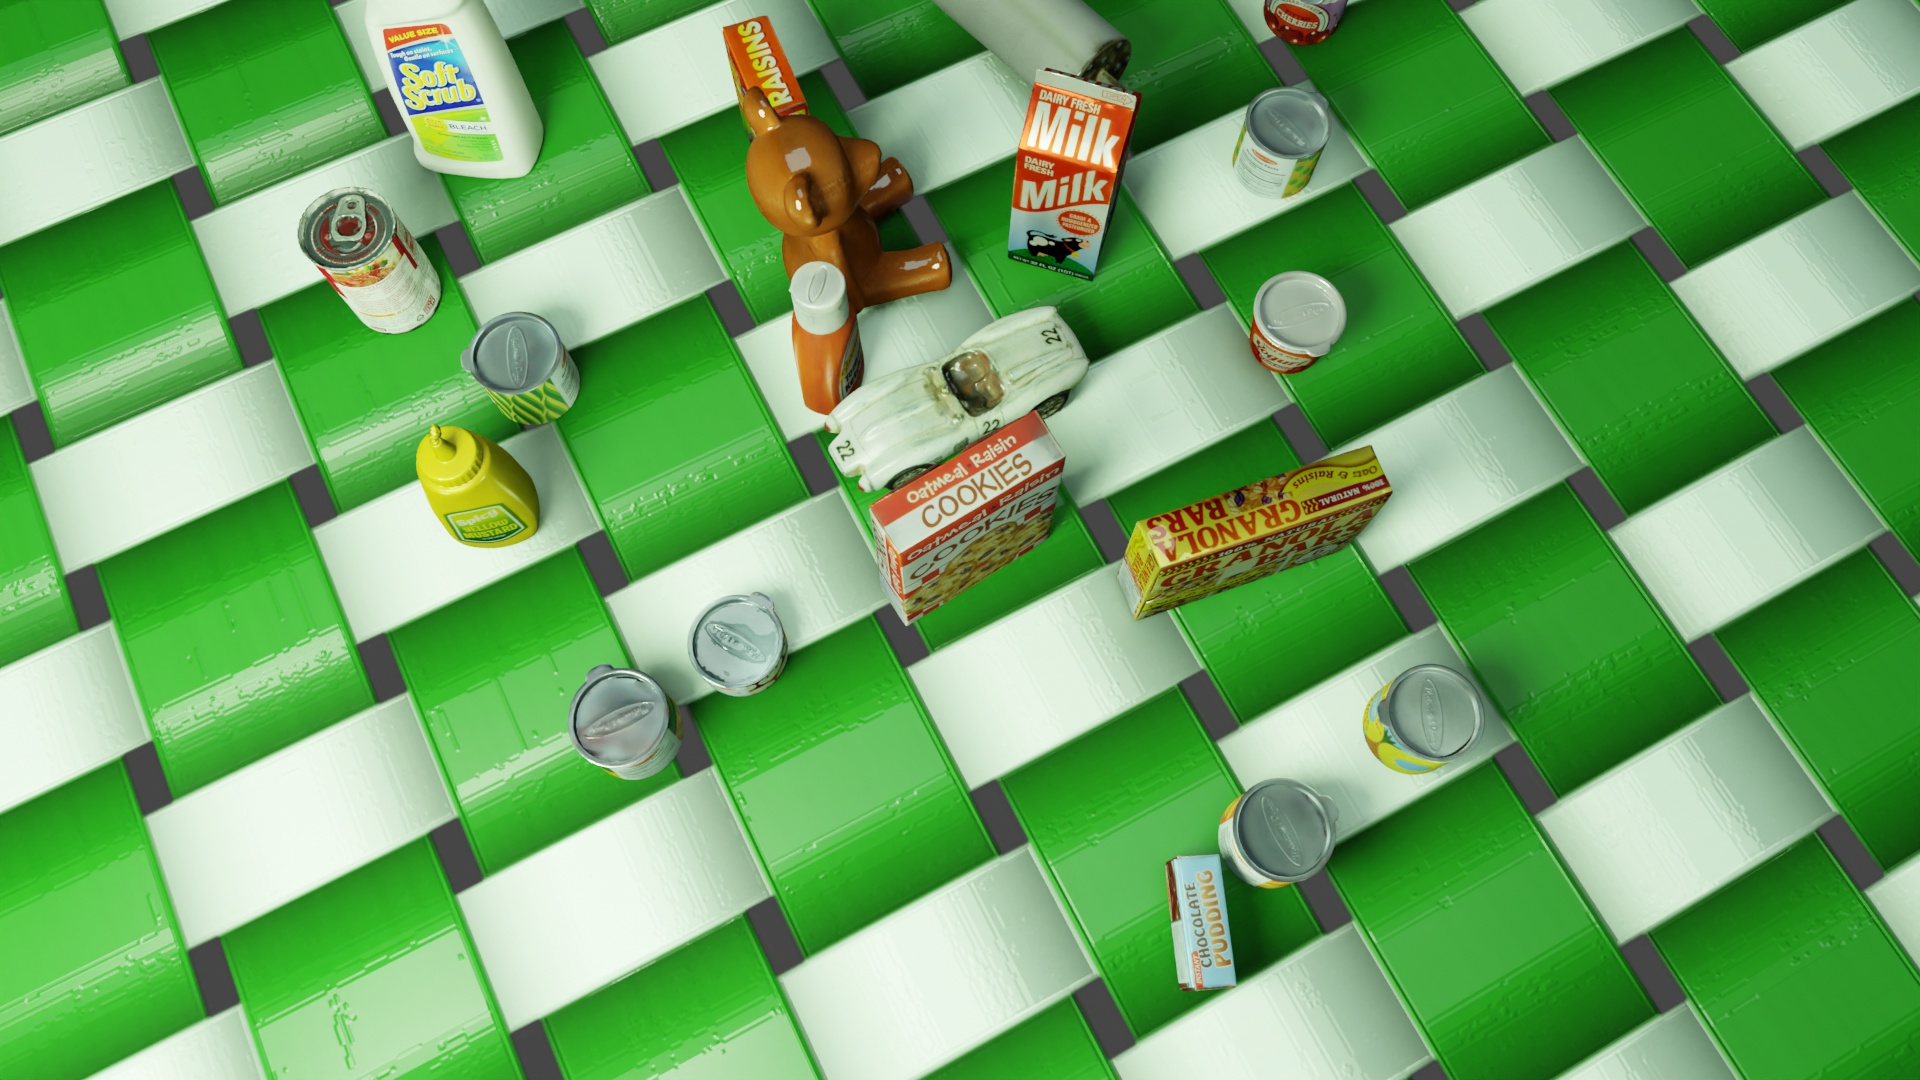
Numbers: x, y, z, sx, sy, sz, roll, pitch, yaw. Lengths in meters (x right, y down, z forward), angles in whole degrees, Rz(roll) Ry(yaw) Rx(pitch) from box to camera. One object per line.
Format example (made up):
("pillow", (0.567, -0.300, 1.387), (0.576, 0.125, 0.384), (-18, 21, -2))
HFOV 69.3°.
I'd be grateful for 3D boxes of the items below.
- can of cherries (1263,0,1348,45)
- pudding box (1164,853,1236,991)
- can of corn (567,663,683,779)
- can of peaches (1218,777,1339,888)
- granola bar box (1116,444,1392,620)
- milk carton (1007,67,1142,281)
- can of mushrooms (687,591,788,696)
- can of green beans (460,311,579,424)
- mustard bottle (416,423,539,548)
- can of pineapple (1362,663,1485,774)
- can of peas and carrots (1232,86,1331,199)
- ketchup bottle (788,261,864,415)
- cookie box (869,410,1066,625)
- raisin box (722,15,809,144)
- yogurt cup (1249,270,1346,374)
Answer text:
("can of cherries", (0.285, -0.449, 1.138), (0.071, 0.058, 0.071), (0, 71, -1))
("pudding box", (0.154, 0.247, 0.897), (0.030, 0.049, 0.084), (-4, 71, -2))
("can of corn", (-0.224, 0.122, 0.932), (0.071, 0.058, 0.071), (0, 71, -1))
("can of peaches", (0.209, 0.192, 0.913), (0.071, 0.058, 0.071), (0, 71, -1))
("granola bar box", (0.196, -0.002, 0.946), (0.166, 0.124, 0.039), (-18, 72, -7))
("milk carton", (0.082, -0.272, 1.004), (0.072, 0.190, 0.073), (16, 72, 5))
("can of mushrooms", (-0.152, 0.071, 0.963), (0.071, 0.033, 0.071), (0, 71, -1))
("can of green beans", (-0.318, -0.125, 1.017), (0.071, 0.057, 0.071), (0, 71, -1))
("mustard bottle", (-0.330, -0.040, 0.933), (0.065, 0.159, 0.049), (-13, 72, -5))
("can of pineapple", (0.310, 0.121, 0.939), (0.071, 0.057, 0.071), (0, 71, -1))
("can of peas and carrots", (0.252, -0.313, 1.090), (0.071, 0.058, 0.071), (0, 71, -1))
("ketchup bottle", (-0.095, -0.144, 0.979), (0.043, 0.148, 0.065), (15, 72, 4))
("cookie box", (0.003, -0.012, 0.924), (0.123, 0.167, 0.040), (-31, 74, -11))
("raisin box", (-0.142, -0.322, 1.054), (0.040, 0.123, 0.086), (-21, 73, -7))
("yogurt cup", (0.248, -0.160, 1.039), (0.072, 0.053, 0.072), (0, 71, -1))
